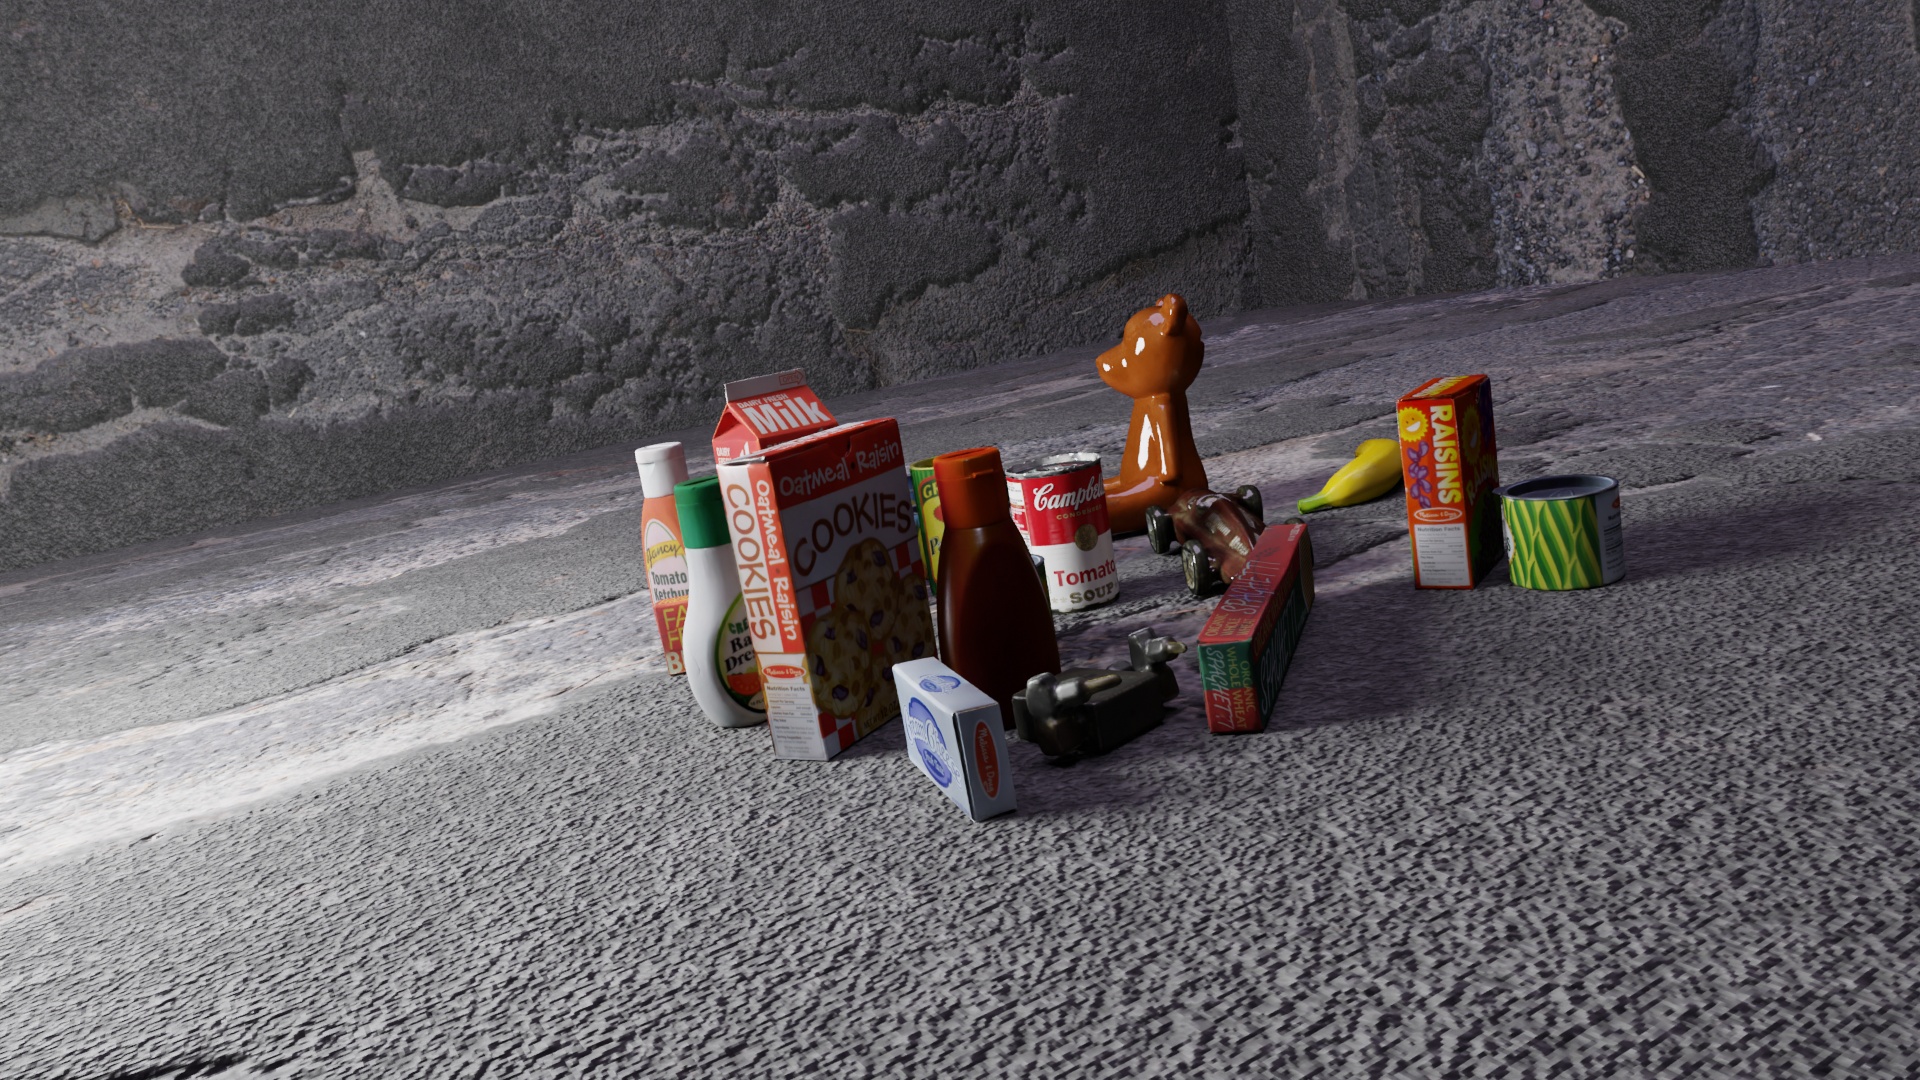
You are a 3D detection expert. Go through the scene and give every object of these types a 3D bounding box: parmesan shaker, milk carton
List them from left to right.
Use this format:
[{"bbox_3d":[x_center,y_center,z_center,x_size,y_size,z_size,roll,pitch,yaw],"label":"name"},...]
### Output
[{"bbox_3d":[-0.131,-0.031,1.051,0.072,0.190,0.073,-17,13,-36],"label":"milk carton"},{"bbox_3d":[0.004,-0.014,1.077,0.071,0.103,0.071,-9,11,2],"label":"parmesan shaker"}]

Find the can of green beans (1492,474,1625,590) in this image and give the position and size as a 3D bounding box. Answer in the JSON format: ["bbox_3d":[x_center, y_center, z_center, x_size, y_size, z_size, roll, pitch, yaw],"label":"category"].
[{"bbox_3d":[0.367,-0.005,0.845,0.071,0.057,0.071,-9,11,2],"label":"can of green beans"}]

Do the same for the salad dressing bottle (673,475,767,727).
[{"bbox_3d":[-0.141,0.036,0.832,0.044,0.147,0.064,1,15,44],"label":"salad dressing bottle"}]

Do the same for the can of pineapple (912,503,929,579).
[{"bbox_3d":[-0.011,-0.003,1.154,0.071,0.057,0.071,-9,11,2],"label":"can of pineapple"}]

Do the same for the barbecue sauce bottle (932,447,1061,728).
[{"bbox_3d":[0.015,0.025,0.752,0.065,0.148,0.043,-14,11,-22],"label":"barbecue sauce bottle"}]

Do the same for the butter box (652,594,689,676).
[{"bbox_3d":[-0.159,0.060,0.974,0.103,0.053,0.024,-9,10,1],"label":"butter box"}]

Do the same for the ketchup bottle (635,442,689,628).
[{"bbox_3d":[-0.221,-0.002,1.088,0.064,0.148,0.044,-3,12,32],"label":"ketchup bottle"}]

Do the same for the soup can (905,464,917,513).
[{"bbox_3d":[-0.051,-0.019,1.202,0.071,0.083,0.071,-9,11,2],"label":"soup can"}]

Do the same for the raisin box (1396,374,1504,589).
[{"bbox_3d":[0.315,-0.039,0.888,0.040,0.123,0.086,-2,13,36],"label":"raisin box"}]

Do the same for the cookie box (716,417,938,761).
[{"bbox_3d":[-0.068,0.023,0.784,0.040,0.167,0.123,-3,12,32],"label":"cookie box"}]

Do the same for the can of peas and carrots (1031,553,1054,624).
[{"bbox_3d":[0.026,0.044,0.881,0.071,0.058,0.071,-9,11,2],"label":"can of peas and carrots"}]

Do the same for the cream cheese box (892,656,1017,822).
[{"bbox_3d":[-0.005,0.093,0.671,0.024,0.053,0.104,-13,11,-16],"label":"cream cheese box"}]

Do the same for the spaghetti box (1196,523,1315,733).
[{"bbox_3d":[0.172,0.043,0.788,0.028,0.050,0.251,-5,12,21],"label":"spaghetti box"}]
